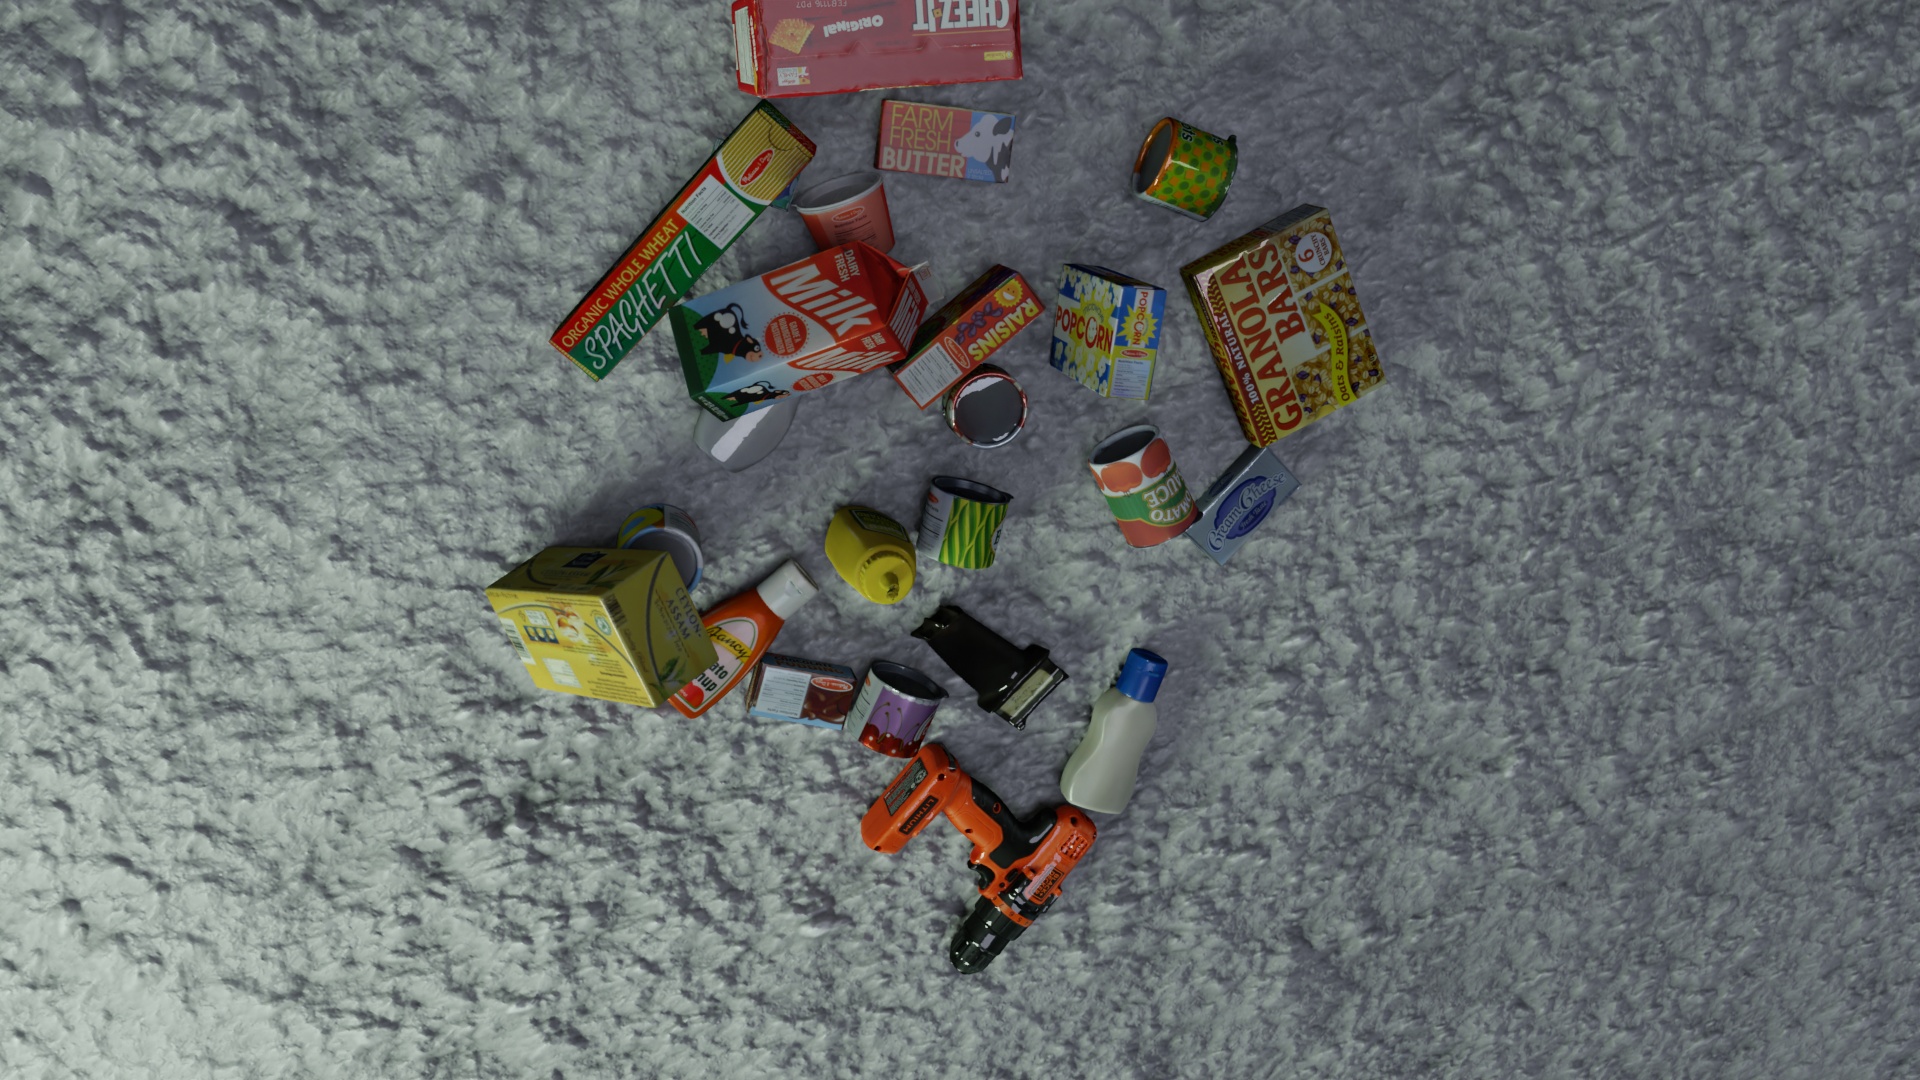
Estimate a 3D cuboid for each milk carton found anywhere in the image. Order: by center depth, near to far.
[{"bbox_3d":[-0.107,-0.158,1.014,0.190,0.072,0.073,-19,77,5],"label":"milk carton"}]

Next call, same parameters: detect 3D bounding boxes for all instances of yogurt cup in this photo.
[{"bbox_3d":[-0.083,-0.239,1.042,0.072,0.072,0.053,-23,120,-5],"label":"yogurt cup"}]

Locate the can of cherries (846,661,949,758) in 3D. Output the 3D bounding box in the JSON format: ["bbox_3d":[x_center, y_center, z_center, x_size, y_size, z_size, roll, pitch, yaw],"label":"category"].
[{"bbox_3d":[-0.053,0.143,1.169,0.071,0.071,0.058,19,103,-18],"label":"can of cherries"}]

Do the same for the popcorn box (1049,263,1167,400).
[{"bbox_3d":[0.112,-0.164,1.078,0.038,0.127,0.085,2,108,-18],"label":"popcorn box"}]

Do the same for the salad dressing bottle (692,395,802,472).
[{"bbox_3d":[-0.143,-0.120,1.076,0.064,0.044,0.147,41,93,-16],"label":"salad dressing bottle"}]

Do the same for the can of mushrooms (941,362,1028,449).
[{"bbox_3d":[0.019,-0.110,1.123,0.071,0.033,0.070,-4,109,-12],"label":"can of mushrooms"}]

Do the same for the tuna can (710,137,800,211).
[{"bbox_3d":[-0.154,-0.267,1.012,0.071,0.071,0.032,17,102,-18],"label":"tuna can"}]

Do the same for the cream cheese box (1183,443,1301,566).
[{"bbox_3d":[0.242,-0.032,1.206,0.053,0.024,0.104,42,94,-21],"label":"cream cheese box"}]

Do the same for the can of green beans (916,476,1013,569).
[{"bbox_3d":[0.002,-0.015,1.132,0.071,0.071,0.057,10,106,-16],"label":"can of green beans"}]

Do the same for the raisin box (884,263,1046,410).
[{"bbox_3d":[-0.001,-0.160,1.074,0.123,0.086,0.040,-39,107,1],"label":"raisin box"}]

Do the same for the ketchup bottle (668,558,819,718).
[{"bbox_3d":[-0.182,0.075,1.129,0.149,0.043,0.064,-41,101,1],"label":"ketchup bottle"}]

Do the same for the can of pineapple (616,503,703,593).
[{"bbox_3d":[-0.237,0.012,1.088,0.071,0.058,0.070,-4,109,-12],"label":"can of pineapple"}]

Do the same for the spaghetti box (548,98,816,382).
[{"bbox_3d":[-0.202,-0.210,0.993,0.050,0.029,0.249,40,118,-21],"label":"spaghetti box"}]

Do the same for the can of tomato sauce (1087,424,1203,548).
[{"bbox_3d":[0.153,-0.046,1.157,0.071,0.071,0.083,-30,111,-2],"label":"can of tomato sauce"}]

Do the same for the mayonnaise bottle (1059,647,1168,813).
[{"bbox_3d":[0.142,0.169,1.240,0.065,0.041,0.147,17,102,-19],"label":"mayonnaise bottle"}]

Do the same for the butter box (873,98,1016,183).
[{"bbox_3d":[-0.012,-0.304,1.058,0.104,0.024,0.053,2,106,-14],"label":"butter box"}]

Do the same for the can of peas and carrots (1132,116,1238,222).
[{"bbox_3d":[0.176,-0.292,1.084,0.059,0.071,0.070,16,103,-17],"label":"can of peas and carrots"}]

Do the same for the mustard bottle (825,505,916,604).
[{"bbox_3d":[-0.064,0.015,1.076,0.065,0.160,0.048,16,102,-19],"label":"mustard bottle"}]

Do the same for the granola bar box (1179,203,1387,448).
[{"bbox_3d":[0.271,-0.177,1.159,0.124,0.039,0.165,-28,111,-3],"label":"granola bar box"}]

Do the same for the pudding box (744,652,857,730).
[{"bbox_3d":[-0.134,0.127,1.165,0.084,0.030,0.049,12,103,-17],"label":"pudding box"}]
